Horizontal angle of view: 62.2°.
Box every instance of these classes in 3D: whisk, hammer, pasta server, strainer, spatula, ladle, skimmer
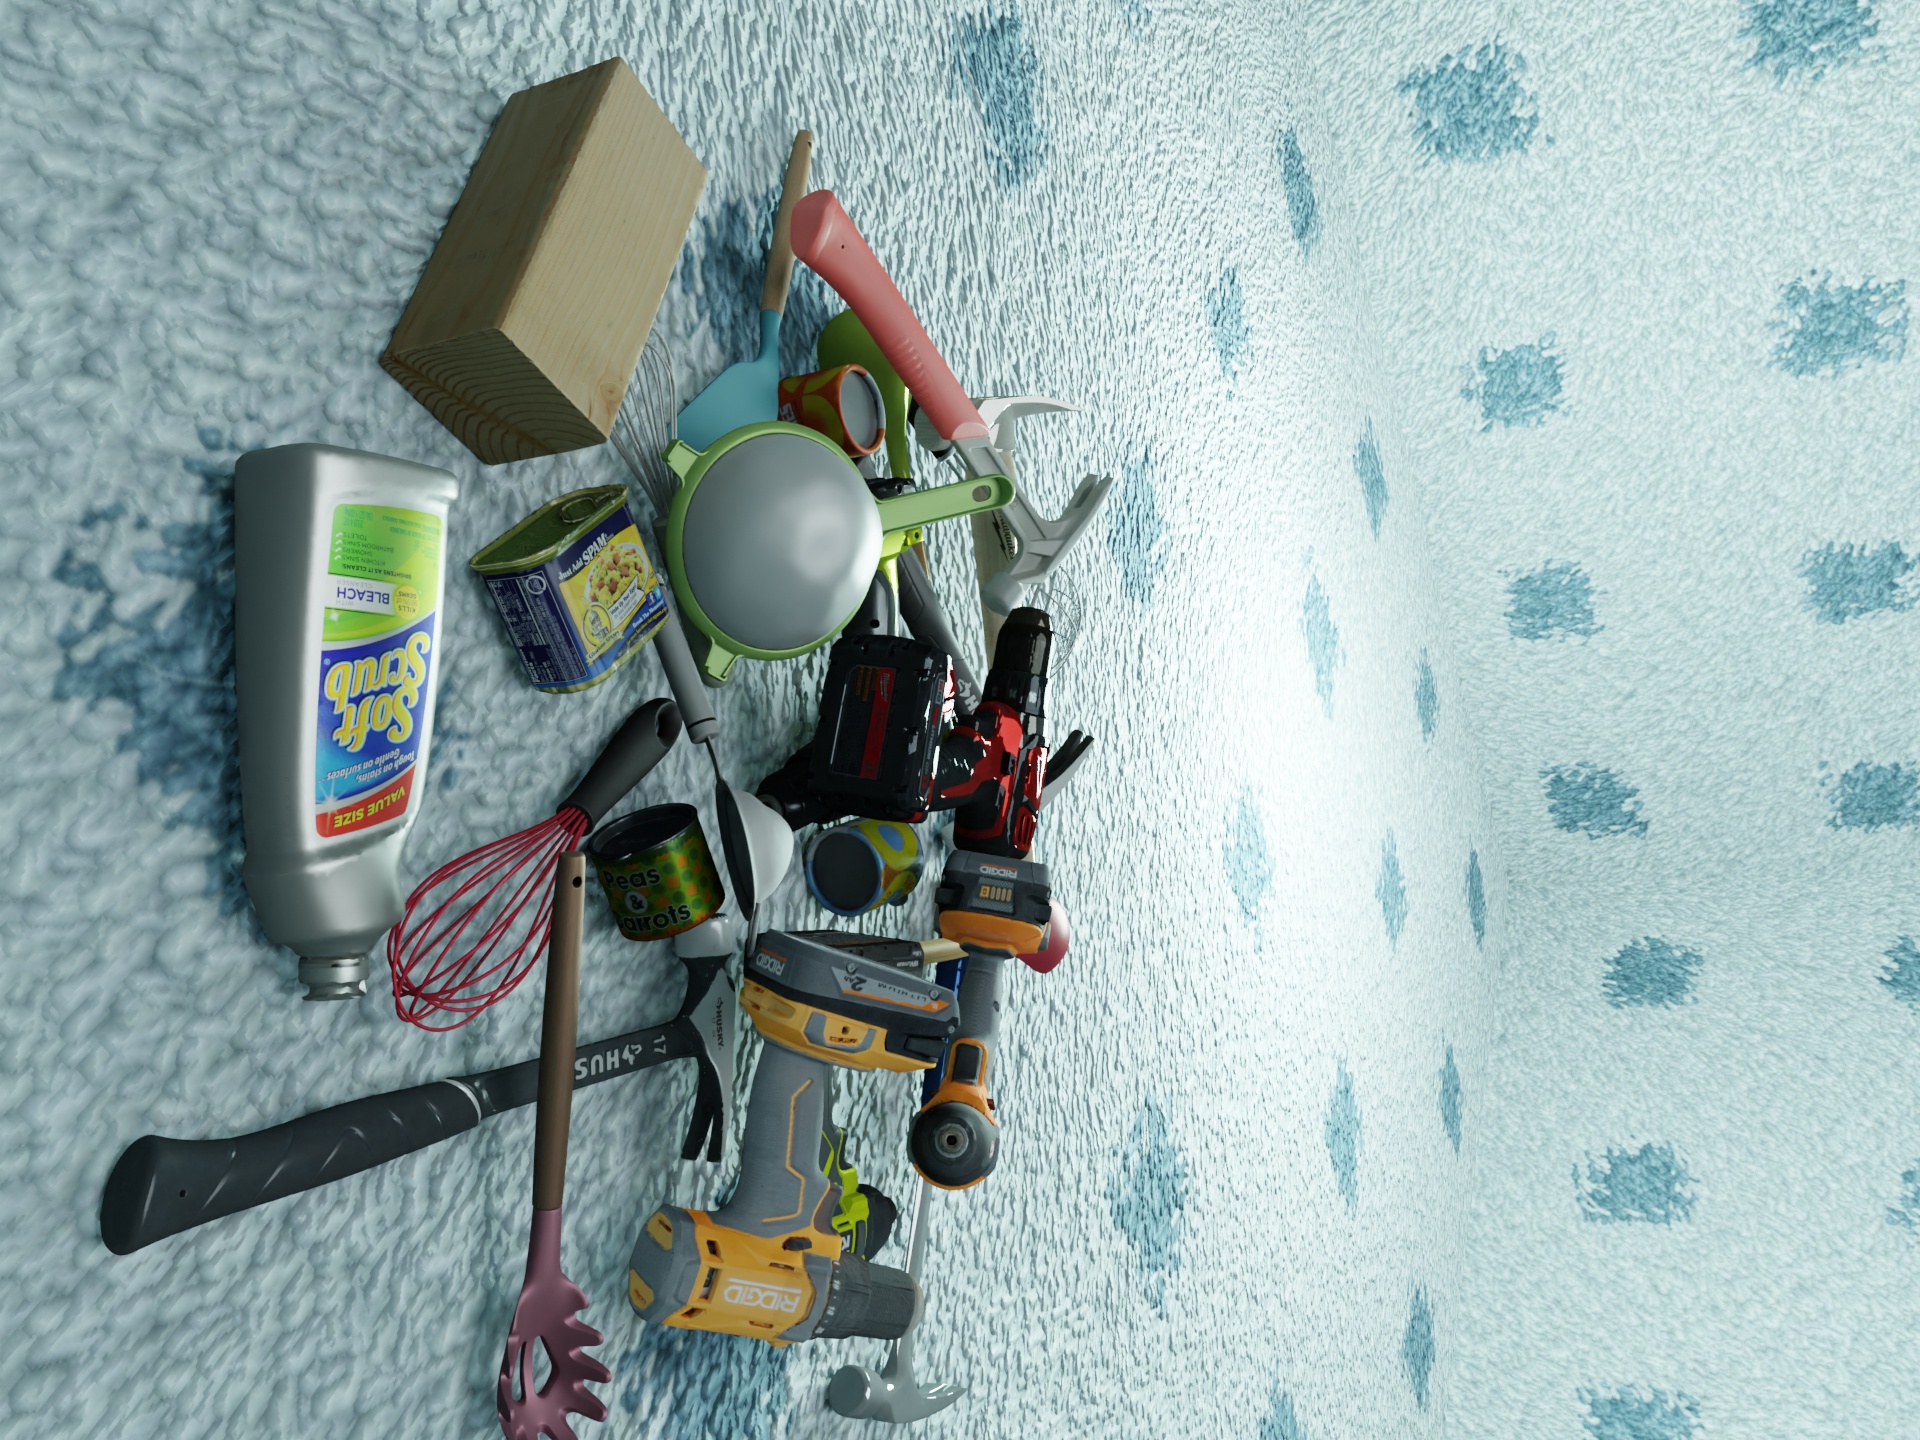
[{"bbox_3d":[-0.220,0.064,0.870,0.296,0.073,0.073,-60,136,-56],"label":"whisk"},{"bbox_3d":[-0.011,-0.060,1.245,0.146,0.035,0.334,-33,114,-14],"label":"hammer"},{"bbox_3d":[-0.008,-0.243,1.172,0.149,0.037,0.358,-53,132,-16],"label":"hammer"},{"bbox_3d":[-0.204,0.224,0.811,0.060,0.040,0.316,-2,100,-47],"label":"pasta server"},{"bbox_3d":[0.045,-0.061,1.320,0.146,0.038,0.410,-12,106,-31],"label":"hammer"},{"bbox_3d":[-0.057,-0.122,1.008,0.256,0.069,0.151,-18,109,-31],"label":"strainer"},{"bbox_3d":[-0.245,0.198,0.821,0.408,0.036,0.149,-2,88,-61],"label":"hammer"},{"bbox_3d":[-0.140,-0.301,1.118,0.082,0.044,0.318,46,42,-48],"label":"spatula"},{"bbox_3d":[-0.009,0.173,1.212,0.315,0.031,0.069,0,79,-49],"label":"ladle"},{"bbox_3d":[-0.149,0.013,0.951,0.050,0.087,0.258,-19,79,-20],"label":"strainer"},{"bbox_3d":[-0.020,0.317,1.213,0.143,0.035,0.406,42,50,-51],"label":"hammer"},{"bbox_3d":[-0.183,-0.133,0.989,0.058,0.059,0.246,-23,114,-22],"label":"whisk"},{"bbox_3d":[-0.001,-0.173,1.344,0.363,0.090,0.127,51,45,-31],"label":"skimmer"},{"bbox_3d":[-0.048,-0.164,1.248,0.078,0.062,0.320,-24,118,-28],"label":"ladle"}]

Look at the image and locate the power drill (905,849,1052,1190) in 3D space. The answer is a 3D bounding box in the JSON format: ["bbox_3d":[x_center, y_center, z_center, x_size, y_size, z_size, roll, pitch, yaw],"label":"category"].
[{"bbox_3d":[0.010,0.210,1.104,0.164,0.084,0.227,86,14,-75],"label":"power drill"}]

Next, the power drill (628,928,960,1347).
[{"bbox_3d":[-0.075,0.255,0.938,0.185,0.084,0.226,23,82,-30],"label":"power drill"}]

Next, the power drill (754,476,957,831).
[{"bbox_3d":[-0.084,-0.044,1.106,0.190,0.080,0.228,-26,115,-51],"label":"power drill"}]

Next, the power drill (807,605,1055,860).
[{"bbox_3d":[-0.002,-0.004,1.105,0.226,0.080,0.188,18,81,-59],"label":"power drill"}]

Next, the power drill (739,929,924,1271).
[{"bbox_3d":[-0.088,0.254,1.046,0.171,0.080,0.223,9,85,-60],"label":"power drill"}]
